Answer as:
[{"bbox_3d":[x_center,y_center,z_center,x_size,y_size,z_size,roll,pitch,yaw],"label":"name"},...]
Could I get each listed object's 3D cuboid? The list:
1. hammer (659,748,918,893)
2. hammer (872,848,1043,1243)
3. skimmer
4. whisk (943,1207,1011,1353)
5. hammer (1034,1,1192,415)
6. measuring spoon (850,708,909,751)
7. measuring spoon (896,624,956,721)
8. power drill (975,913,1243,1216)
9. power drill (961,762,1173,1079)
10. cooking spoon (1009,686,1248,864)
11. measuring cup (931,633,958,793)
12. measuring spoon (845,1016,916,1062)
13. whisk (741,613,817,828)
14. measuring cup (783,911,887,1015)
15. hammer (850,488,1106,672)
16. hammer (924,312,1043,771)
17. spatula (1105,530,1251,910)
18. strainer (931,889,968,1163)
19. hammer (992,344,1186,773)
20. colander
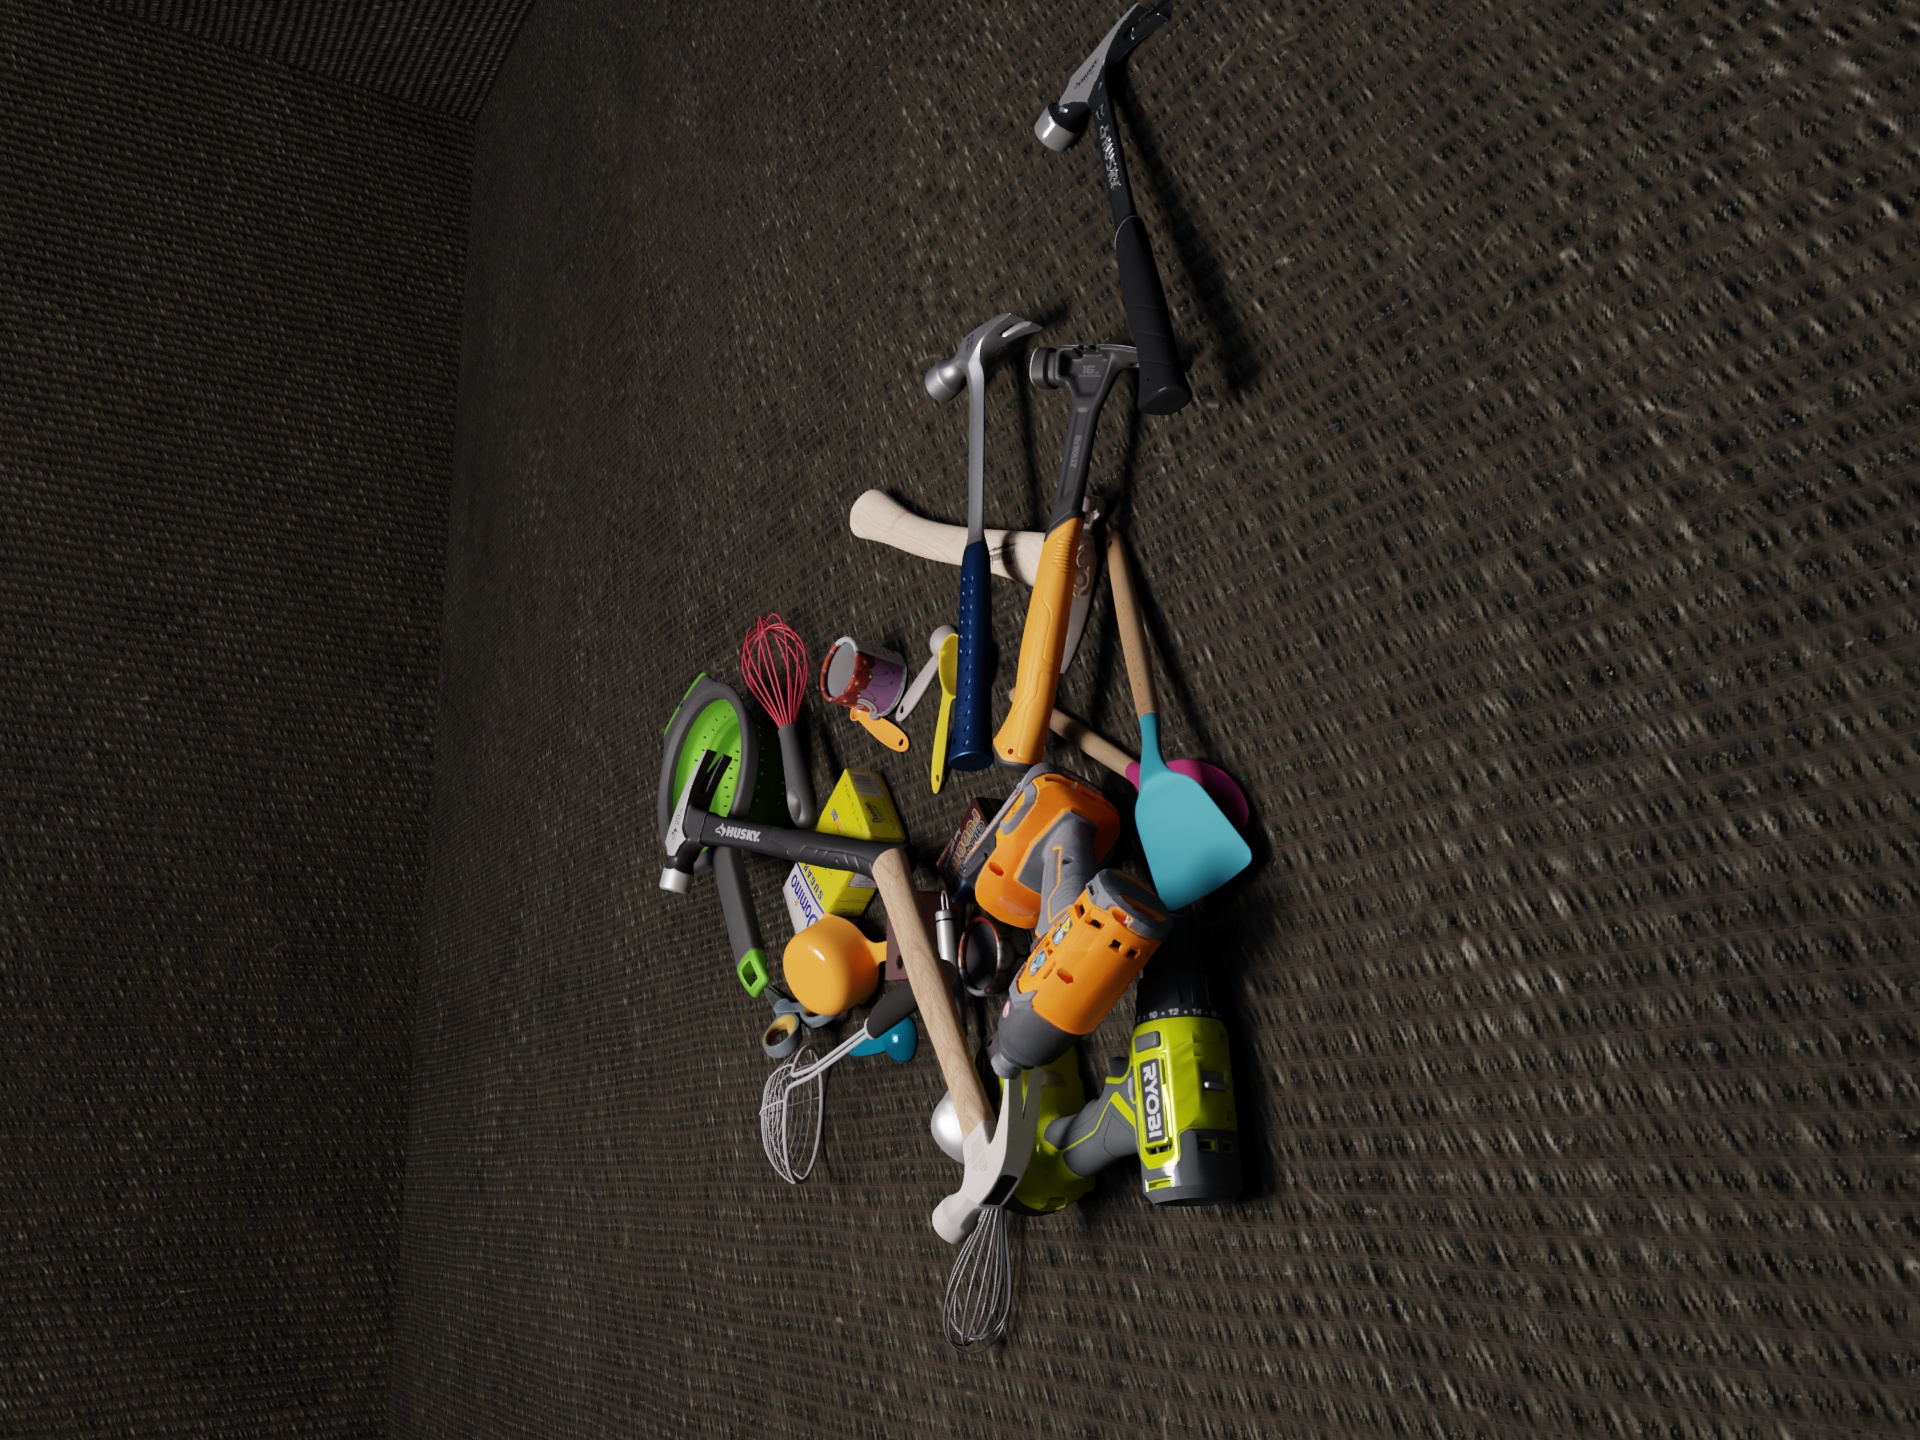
[{"bbox_3d":[-0.165,0.111,1.510,0.335,0.035,0.146,5,78,44],"label":"hammer"},{"bbox_3d":[-0.015,0.222,1.224,0.130,0.031,0.332,-55,36,27],"label":"hammer"},{"bbox_3d":[-0.082,0.306,1.415,0.363,0.090,0.127,-44,26,43],"label":"skimmer"},{"bbox_3d":[0.032,0.379,1.250,0.055,0.055,0.239,13,90,59],"label":"whisk"},{"bbox_3d":[0.132,-0.390,1.228,0.149,0.036,0.409,-45,40,43],"label":"hammer"},{"bbox_3d":[-0.077,0.008,1.551,0.117,0.011,0.021,32,99,53],"label":"measuring spoon"},{"bbox_3d":[-0.038,-0.042,1.487,0.124,0.018,0.034,-56,39,37],"label":"measuring spoon"},{"bbox_3d":[0.104,0.253,1.126,0.228,0.080,0.191,-33,52,49],"label":"power drill"},{"bbox_3d":[0.063,0.143,1.133,0.164,0.084,0.227,-55,19,17],"label":"power drill"},{"bbox_3d":[0.118,0.029,1.209,0.319,0.017,0.069,36,103,56],"label":"cooking spoon"},{"bbox_3d":[-0.002,-0.005,1.422,0.062,0.029,0.156,-132,45,-52],"label":"measuring cup"},{"bbox_3d":[-0.081,0.299,1.474,0.128,0.021,0.042,-24,63,54],"label":"measuring spoon"},{"bbox_3d":[-0.181,-0.003,1.652,0.073,0.073,0.296,-57,35,36],"label":"whisk"},{"bbox_3d":[-0.098,0.225,1.469,0.173,0.052,0.095,-17,96,47],"label":"measuring cup"},{"bbox_3d":[-0.004,-0.150,1.439,0.411,0.038,0.146,24,105,59],"label":"hammer"},{"bbox_3d":[0.015,-0.156,1.324,0.144,0.035,0.406,-31,52,51],"label":"hammer"},{"bbox_3d":[0.141,-0.017,1.162,0.082,0.044,0.318,-40,42,36],"label":"spatula"},{"bbox_3d":[-0.005,0.268,1.324,0.086,0.050,0.259,121,146,-66],"label":"strainer"},{"bbox_3d":[0.083,-0.124,1.227,0.127,0.034,0.337,10,88,38],"label":"hammer"},{"bbox_3d":[-0.219,0.124,1.668,0.204,0.094,0.398,-53,41,31],"label":"colander"}]
